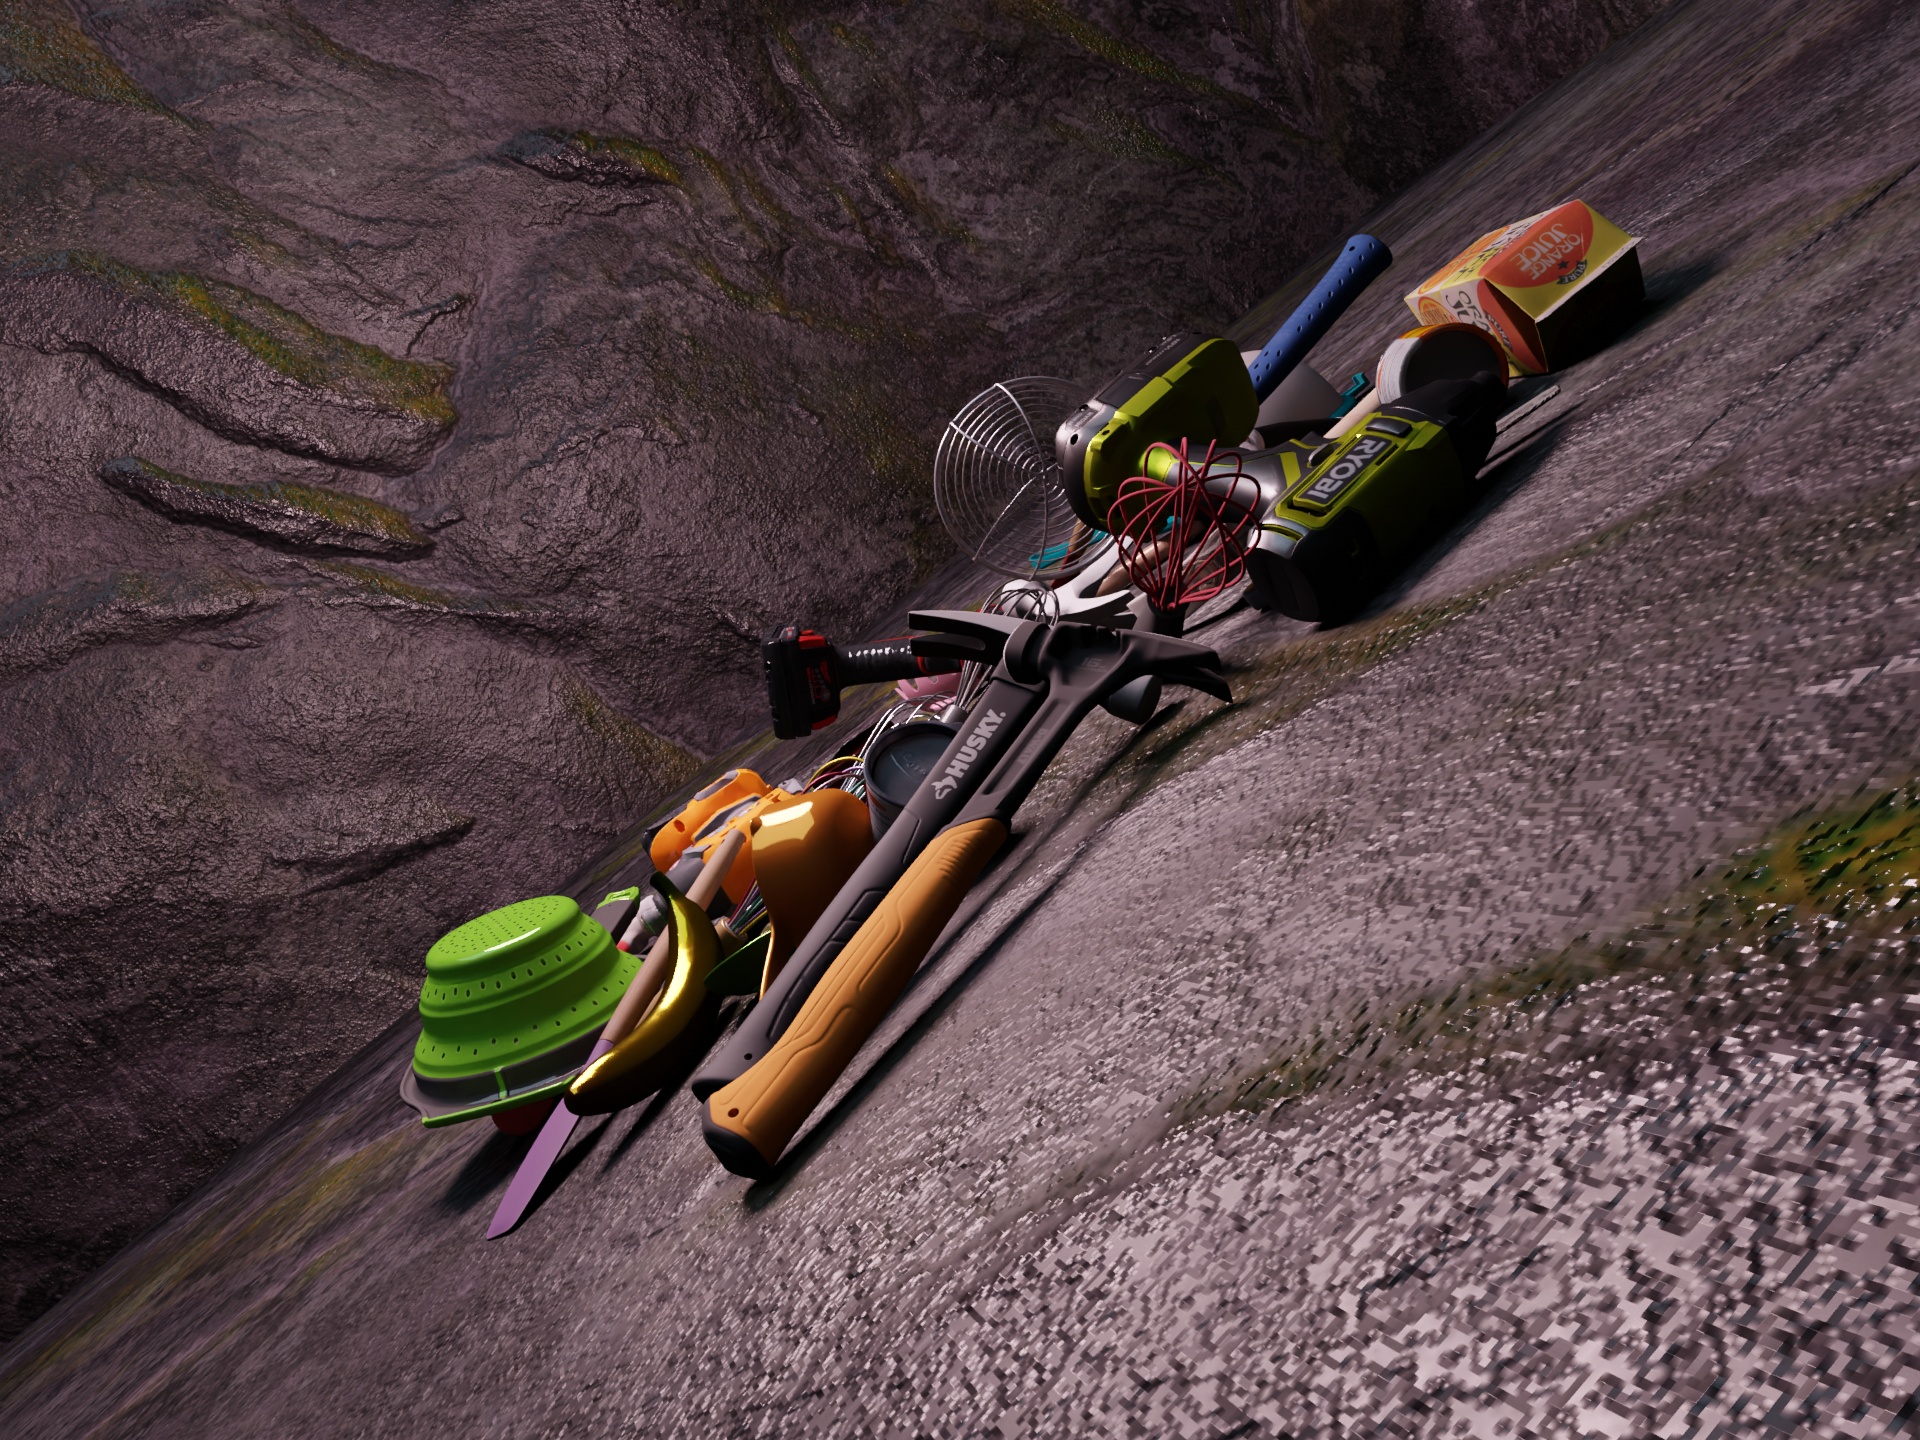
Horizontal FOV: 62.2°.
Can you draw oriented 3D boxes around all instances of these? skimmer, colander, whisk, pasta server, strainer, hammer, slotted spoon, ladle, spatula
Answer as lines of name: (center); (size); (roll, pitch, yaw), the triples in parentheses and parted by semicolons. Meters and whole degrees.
skimmer: (0.140, -0.178, 1.086); (0.363, 0.127, 0.090); (-17, 8, -43)
colander: (-0.311, 0.168, 1.213); (0.204, 0.094, 0.397); (-16, 13, 5)
whisk: (-0.136, 0.118, 1.042); (0.245, 0.047, 0.051); (-49, 6, 11)
whisk: (-0.003, -0.004, 1.104); (0.239, 0.055, 0.055); (-57, 14, -20)
pasta server: (0.075, -0.089, 1.370); (0.316, 0.040, 0.060); (-33, -24, 23)
strainer: (0.172, -0.228, 1.372); (0.340, 0.095, 0.211); (-23, 14, 40)
hammer: (-0.321, 0.246, 1.278); (0.143, 0.038, 0.386); (-39, 8, 6)
whisk: (0.109, -0.071, 0.824); (0.073, 0.073, 0.295); (-40, -12, -7)
hammer: (0.198, -0.218, 1.197); (0.405, 0.035, 0.144); (-49, 31, -13)
slotted spoon: (-0.045, 0.078, 1.026); (0.314, 0.031, 0.070); (-42, -9, -35)
whisk: (-0.092, 0.084, 1.122); (0.284, 0.070, 0.070); (-47, 10, -17)
ladle: (0.103, -0.158, 1.313); (0.069, 0.031, 0.315); (-29, -18, -23)
hammer: (-0.031, 0.062, 0.813); (0.335, 0.146, 0.035); (-54, -25, -35)
spatula: (-0.211, 0.186, 1.006); (0.060, 0.018, 0.316); (-33, 22, 46)
hammer: (-0.001, 0.072, 0.741); (0.127, 0.034, 0.337); (10, 48, 38)
hammer: (0.268, -0.196, 1.093); (0.411, 0.038, 0.146); (-42, 0, -32)

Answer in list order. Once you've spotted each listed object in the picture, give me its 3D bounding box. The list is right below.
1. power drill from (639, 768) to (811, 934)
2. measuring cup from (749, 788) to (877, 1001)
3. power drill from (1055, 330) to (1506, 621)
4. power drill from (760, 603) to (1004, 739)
power drill: (-0.201, 0.111, 1.314); (0.164, 0.084, 0.226); (-35, 10, -13)
measuring cup: (-0.077, 0.109, 0.880); (0.052, 0.095, 0.174); (-20, 36, 18)
power drill: (0.174, -0.147, 0.880); (0.171, 0.080, 0.223); (-42, 37, -16)
power drill: (-0.040, -0.044, 1.255); (0.226, 0.080, 0.188); (-9, 10, -4)
